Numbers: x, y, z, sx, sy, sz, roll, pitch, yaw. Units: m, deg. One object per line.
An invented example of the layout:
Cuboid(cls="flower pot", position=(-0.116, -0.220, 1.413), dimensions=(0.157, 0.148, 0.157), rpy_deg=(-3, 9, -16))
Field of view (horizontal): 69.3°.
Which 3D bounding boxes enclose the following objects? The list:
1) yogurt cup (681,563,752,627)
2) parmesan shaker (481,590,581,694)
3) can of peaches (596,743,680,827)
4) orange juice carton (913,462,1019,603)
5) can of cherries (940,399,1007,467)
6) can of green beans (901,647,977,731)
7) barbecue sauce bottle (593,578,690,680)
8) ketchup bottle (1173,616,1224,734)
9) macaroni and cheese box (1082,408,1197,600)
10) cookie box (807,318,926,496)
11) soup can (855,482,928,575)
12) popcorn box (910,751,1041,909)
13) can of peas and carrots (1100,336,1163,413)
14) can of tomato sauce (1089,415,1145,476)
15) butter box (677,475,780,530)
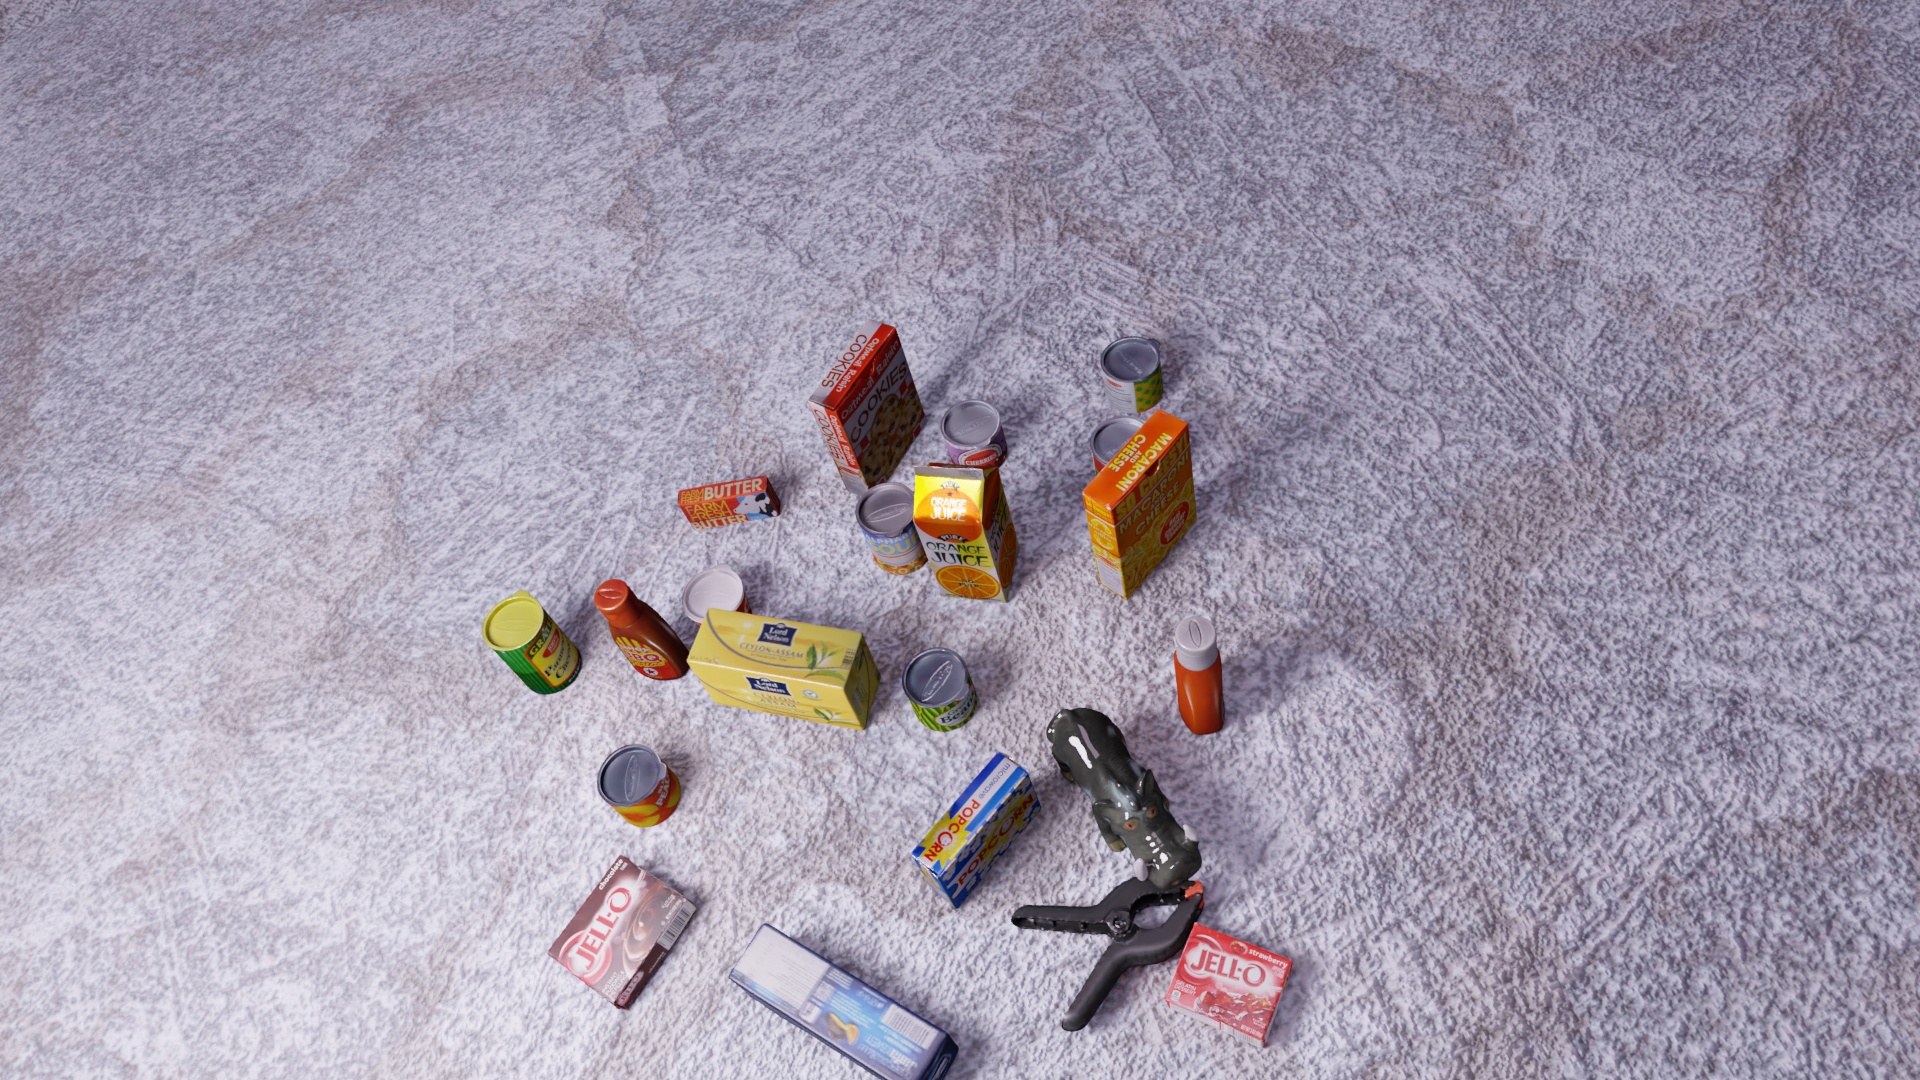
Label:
Cuboid(cls="yogurt cup", position=(-0.256, 0.070, 1.478), dimensions=(0.072, 0.053, 0.073), rpy_deg=(-6, 56, 9))
Cuboid(cls="parmesan shaker", position=(-0.449, 0.109, 1.464), dimensions=(0.071, 0.102, 0.071), rpy_deg=(-6, 56, 9))
Cuboid(cls="can of peaches", position=(-0.315, 0.243, 1.373), dimensions=(0.071, 0.057, 0.071), rpy_deg=(-6, 56, 9))
Cuboid(cls="orange juice carton", position=(0.005, -0.017, 1.396), dimensions=(0.072, 0.191, 0.073), rpy_deg=(5, 58, 16))
Cuboid(cls="can of cherries", position=(0.016, -0.111, 1.538), dimensions=(0.071, 0.058, 0.072), rpy_deg=(-6, 56, 9))
Cuboid(cls="can of green beans", position=(-0.020, 0.148, 1.372), dimensions=(0.071, 0.057, 0.071), rpy_deg=(-6, 56, 9))
Cuboid(cls="barbecue sauce bottle", position=(-0.329, 0.092, 1.422), dimensions=(0.065, 0.148, 0.044), rpy_deg=(6, 59, 16))
Cuboid(cls="ketchup bottle", position=(0.219, 0.122, 1.282), dimensions=(0.043, 0.148, 0.065), rpy_deg=(-12, 55, 5))
Cuboid(cls="macaroni and cheese box", position=(0.182, -0.034, 1.384), dimensions=(0.040, 0.165, 0.124), rpy_deg=(32, 69, 29))
Cuboid(cls="cookie box", position=(-0.097, -0.141, 1.516), dimensions=(0.040, 0.166, 0.123), rpy_deg=(21, 64, 24))
Cuboid(cls="soup can", position=(-0.069, -0.009, 1.472), dimensions=(0.071, 0.083, 0.072), rpy_deg=(-6, 56, 9))
Cuboid(cls="popcorn box", position=(0.016, 0.265, 1.270), dimensions=(0.038, 0.085, 0.127), rpy_deg=(33, 69, 29))
Cuboid(cls="can of peas and carrots", position=(0.193, -0.186, 1.549), dimensions=(0.071, 0.058, 0.071), rpy_deg=(-6, 56, 9))
Cuboid(cls="can of tomato sauce", position=(0.176, -0.080, 1.467), dimensions=(0.071, 0.082, 0.071), rpy_deg=(-6, 56, 9))
Cuboid(cls="butter box", position=(-0.259, -0.042, 1.554), dimensions=(0.103, 0.053, 0.024), rpy_deg=(-9, 56, 6))
